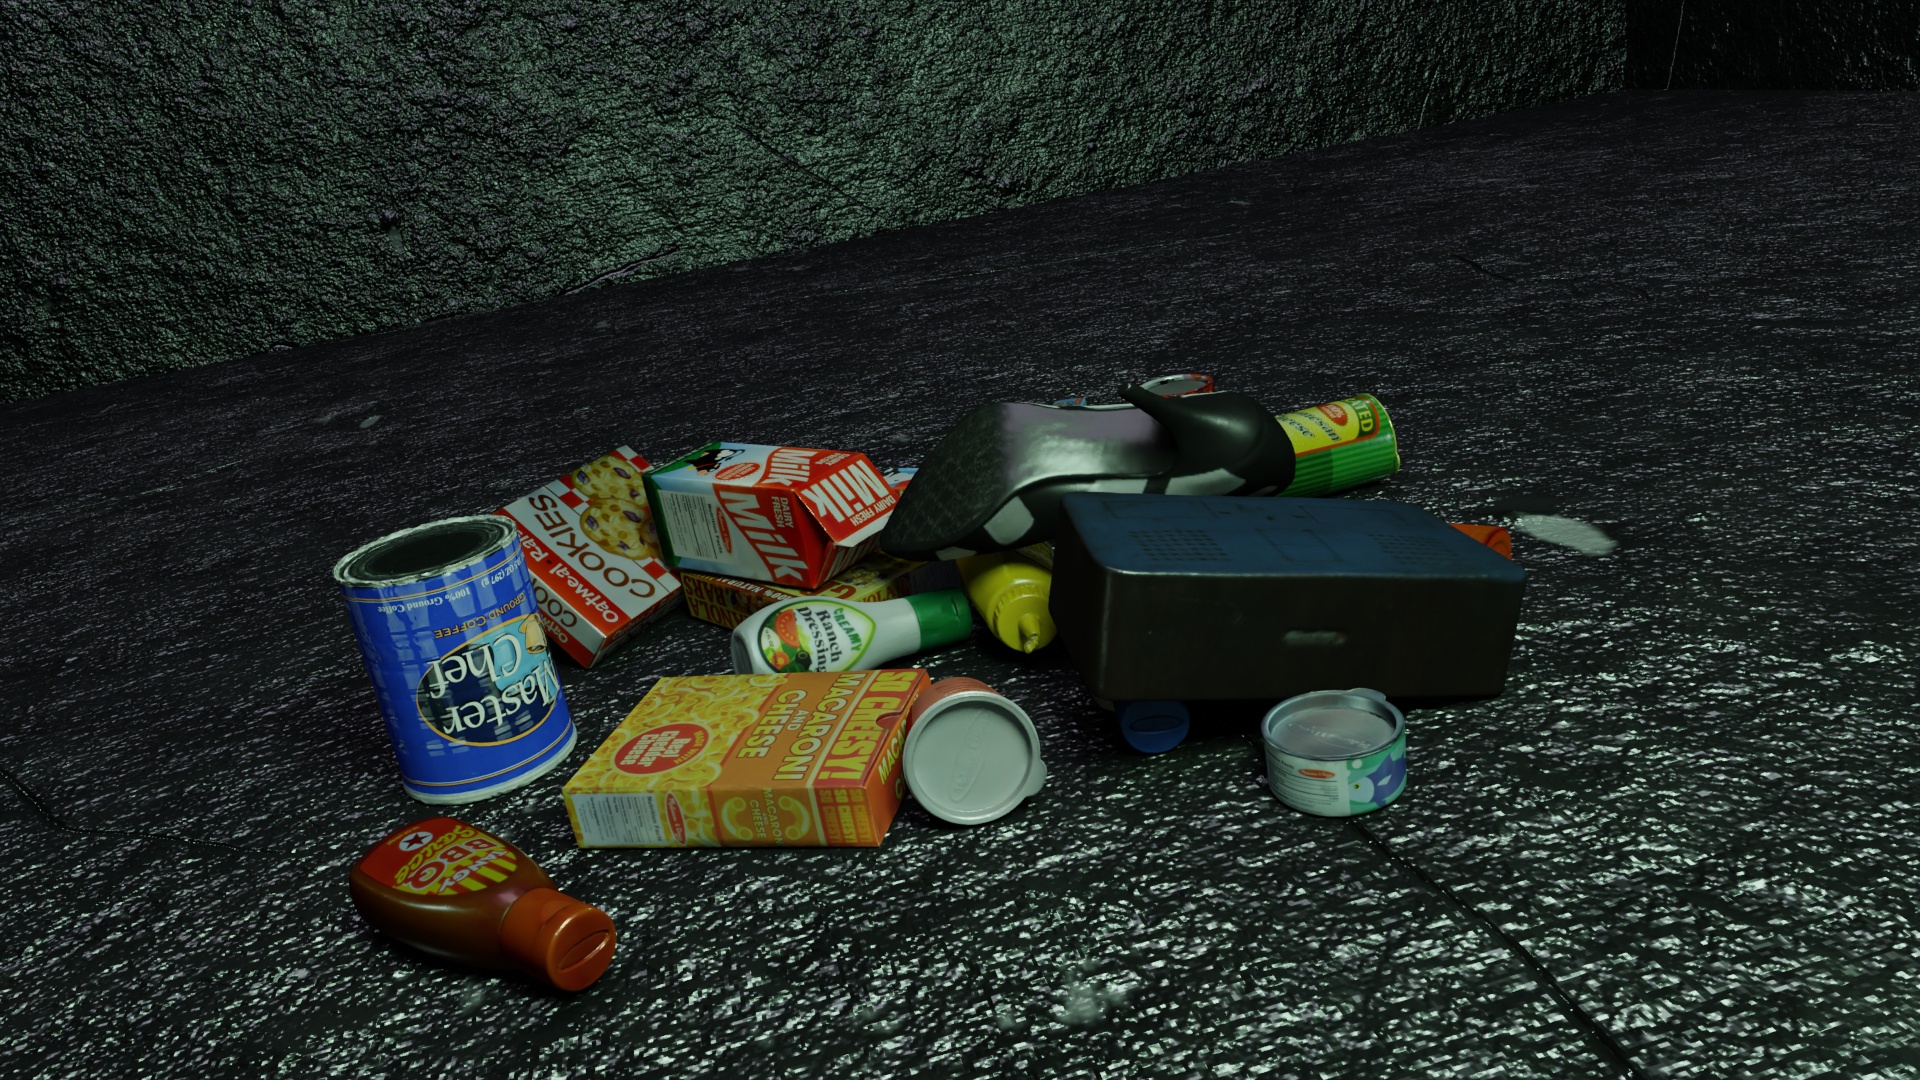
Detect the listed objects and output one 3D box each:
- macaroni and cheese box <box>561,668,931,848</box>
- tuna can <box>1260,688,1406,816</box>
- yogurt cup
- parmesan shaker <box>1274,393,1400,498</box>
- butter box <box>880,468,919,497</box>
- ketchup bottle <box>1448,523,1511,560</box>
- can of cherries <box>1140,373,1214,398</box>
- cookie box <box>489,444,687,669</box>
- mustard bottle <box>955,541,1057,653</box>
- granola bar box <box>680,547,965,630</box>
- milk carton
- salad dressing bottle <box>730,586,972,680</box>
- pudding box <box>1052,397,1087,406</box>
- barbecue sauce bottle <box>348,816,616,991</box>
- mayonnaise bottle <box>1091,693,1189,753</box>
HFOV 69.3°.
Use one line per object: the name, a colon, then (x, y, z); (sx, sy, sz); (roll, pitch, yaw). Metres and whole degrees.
macaroni and cheese box: (-0.108, 0.115, 0.748); (0.166, 0.040, 0.124); (-4, 22, 16)
tuna can: (0.180, 0.100, 0.665); (0.071, 0.032, 0.071); (-9, 20, 3)
yogurt cup: (0.002, 0.102, 0.701); (0.072, 0.072, 0.054); (-12, 12, -7)
parmesan shaker: (0.260, -0.063, 1.024); (0.103, 0.071, 0.071); (-14, 20, -12)
butter box: (-0.028, -0.041, 1.154); (0.103, 0.024, 0.053); (3, 23, 30)
ketchup bottle: (0.258, 0.008, 0.862); (0.149, 0.043, 0.065); (7, 20, 38)
can of cherries: (0.186, -0.104, 1.176); (0.071, 0.058, 0.072); (-9, 19, 3)
cookie box: (-0.257, 0.008, 1.009); (0.123, 0.040, 0.168); (39, 34, 6)
mustard bottle: (0.037, 0.031, 0.875); (0.065, 0.048, 0.161); (29, 16, -18)
granola bar box: (-0.098, 0.030, 0.975); (0.125, 0.039, 0.165); (-27, 26, -37)
milk carton: (-0.122, -0.018, 0.949); (0.190, 0.073, 0.073); (7, 27, 38)
salad dressing bottle: (-0.065, 0.060, 0.856); (0.148, 0.064, 0.043); (-12, -19, -27)
pudding box: (0.091, -0.087, 1.187); (0.030, 0.049, 0.084); (-5, 20, 17)
barbecue sauce bottle: (-0.220, 0.170, 0.646); (0.148, 0.043, 0.065); (8, 26, 39)
mayonnaise bottle: (0.097, 0.068, 0.781); (0.065, 0.041, 0.148); (-5, 21, 0)
